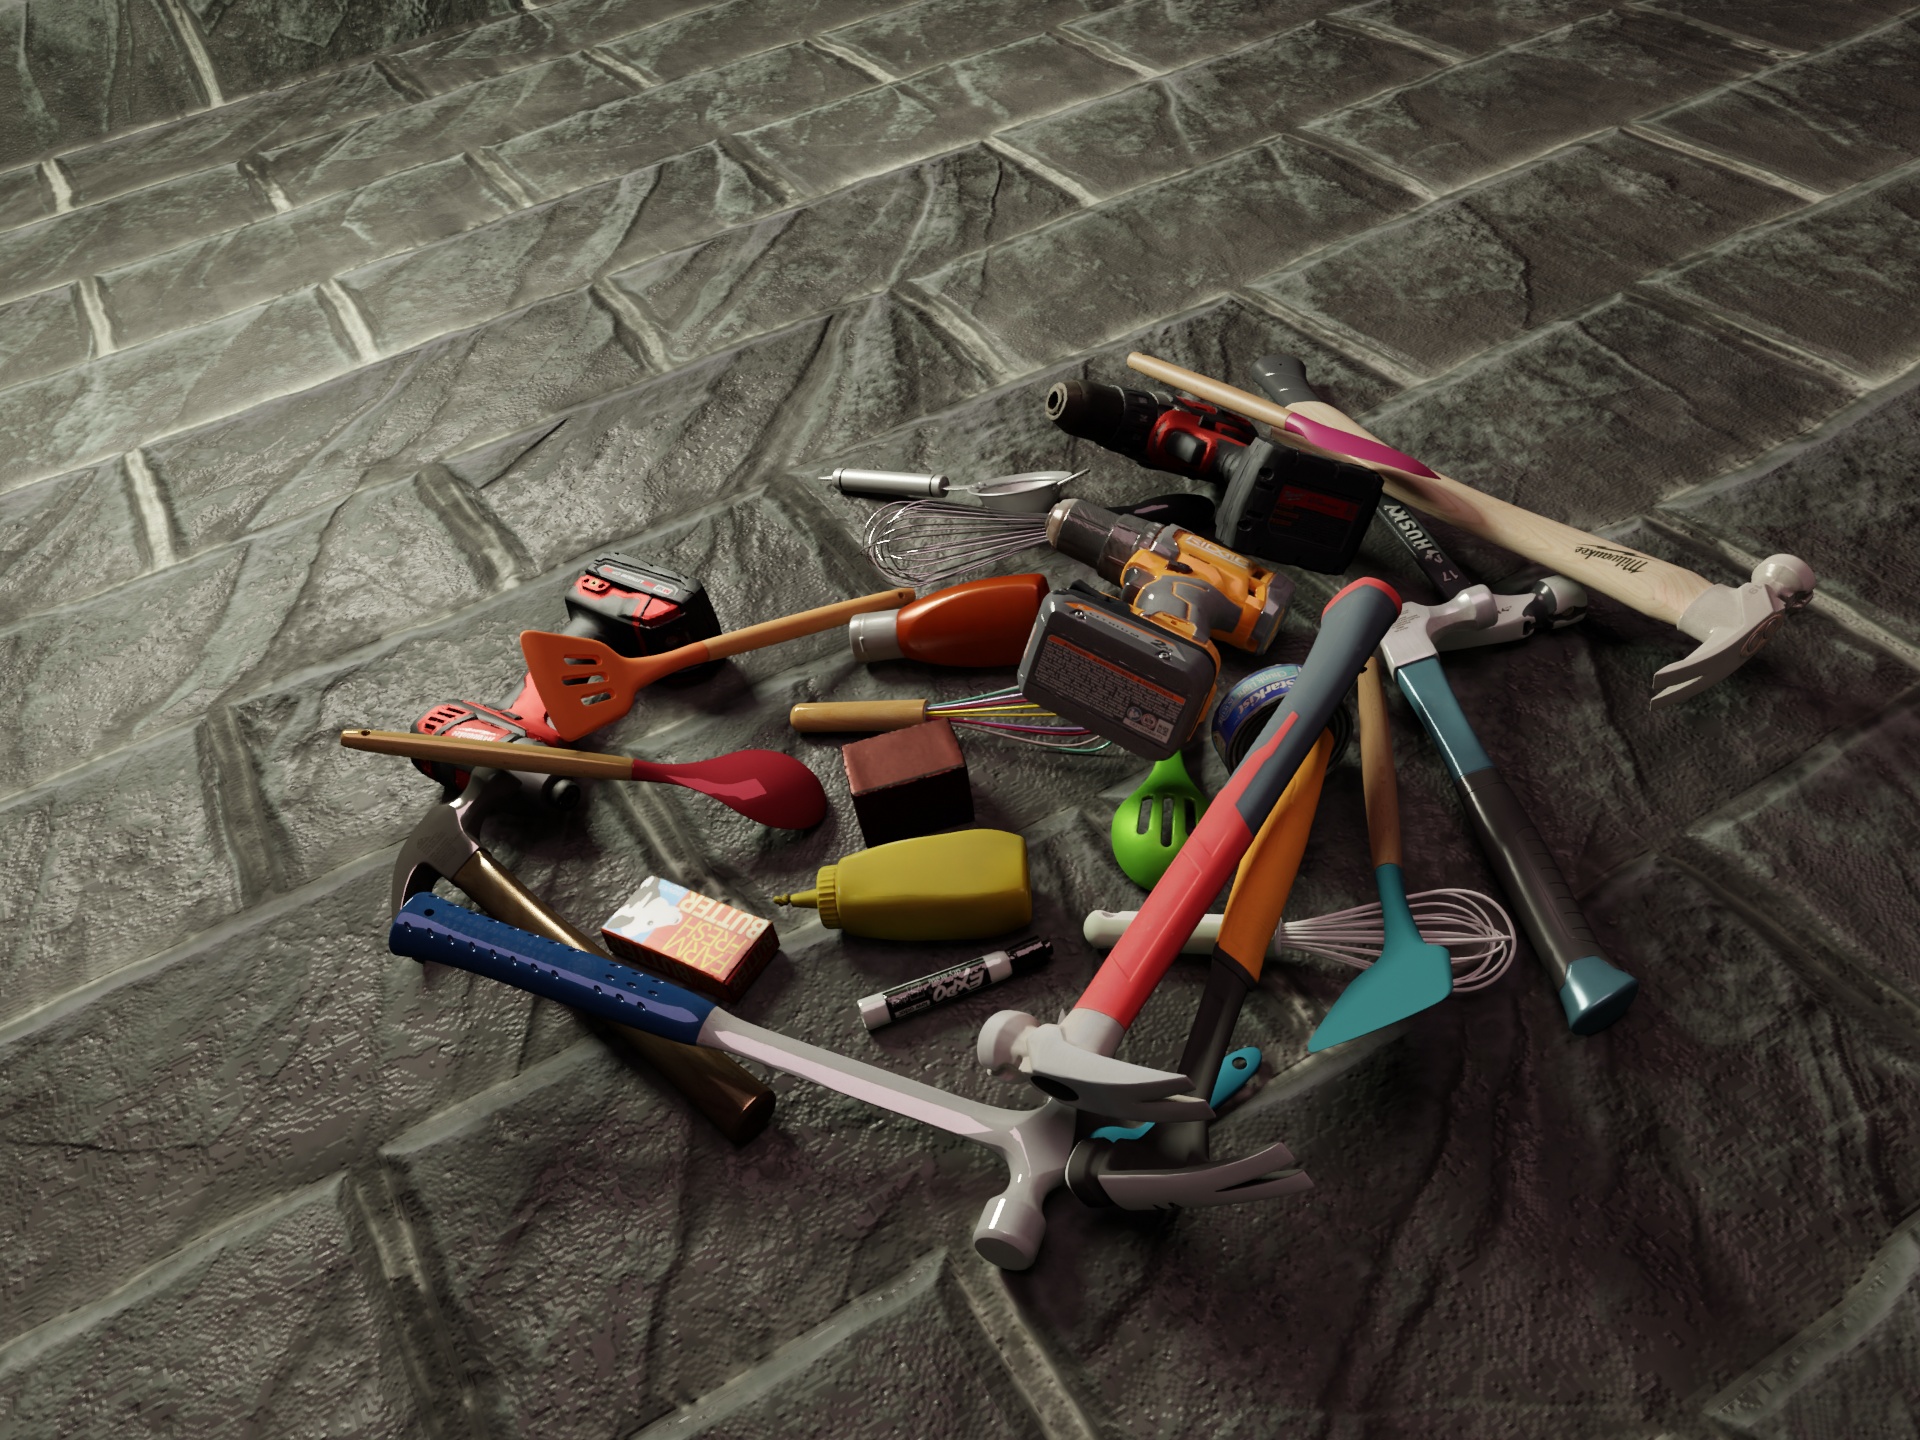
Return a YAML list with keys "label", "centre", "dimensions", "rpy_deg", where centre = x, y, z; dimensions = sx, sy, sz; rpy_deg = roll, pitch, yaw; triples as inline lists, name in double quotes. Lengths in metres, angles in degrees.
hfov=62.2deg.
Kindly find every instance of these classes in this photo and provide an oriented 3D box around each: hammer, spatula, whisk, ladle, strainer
- label: "hammer"
  centre: [0.165, 0.055, 0.882]
  dimensions: [0.143, 0.038, 0.386]
  rpy_deg: [1, 43, 49]
- label: "hammer"
  centre: [0.317, -0.183, 1.248]
  dimensions: [0.149, 0.036, 0.409]
  rpy_deg: [-16, 41, -5]
- label: "hammer"
  centre: [0.372, -0.139, 1.132]
  dimensions: [0.146, 0.038, 0.411]
  rpy_deg: [-34, 45, -20]
- label: "hammer"
  centre: [0.162, 0.115, 0.869]
  dimensions: [0.127, 0.034, 0.337]
  rpy_deg: [-17, 32, 39]
- label: "spatula"
  centre: [-0.160, -0.058, 1.142]
  dimensions: [0.322, 0.041, 0.081]
  rpy_deg: [-19, 80, -34]
- label: "hammer"
  centre: [0.323, 0.046, 0.974]
  dimensions: [0.128, 0.033, 0.331]
  rpy_deg: [-18, 46, 5]
- label: "hammer"
  centre: [-0.235, 0.150, 0.970]
  dimensions: [0.332, 0.031, 0.130]
  rpy_deg: [32, 77, 31]
- label: "whisk"
  centre: [-0.001, -0.003, 1.112]
  dimensions: [0.245, 0.051, 0.047]
  rpy_deg: [-1, 21, 16]
- label: "whisk"
  centre: [0.062, -0.149, 1.241]
  dimensions: [0.284, 0.070, 0.070]
  rpy_deg: [-8, 41, -7]
- label: "ladle"
  centre: [-0.242, 0.029, 1.045]
  dimensions: [0.315, 0.031, 0.069]
  rpy_deg: [7, 40, -10]
- label: "strainer"
  centre: [-0.009, -0.192, 1.319]
  dimensions: [0.258, 0.050, 0.087]
  rpy_deg: [9, 23, 29]
- label: "whisk"
  centre: [0.192, 0.124, 0.923]
  dimensions: [0.246, 0.059, 0.058]
  rpy_deg: [0, 4, 17]
- label: "hammer"
  centre: [-0.129, 0.170, 0.889]
  dimensions: [0.405, 0.035, 0.144]
  rpy_deg: [17, 46, 12]
- label: "spatula"
  centre: [0.238, 0.061, 0.909]
  dimensions: [0.082, 0.044, 0.318]
  rpy_deg: [-32, 30, 32]

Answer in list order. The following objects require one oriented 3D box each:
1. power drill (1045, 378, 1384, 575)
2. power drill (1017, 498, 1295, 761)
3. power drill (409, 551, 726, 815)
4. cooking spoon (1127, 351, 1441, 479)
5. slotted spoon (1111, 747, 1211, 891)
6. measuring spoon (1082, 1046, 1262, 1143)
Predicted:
- label: "power drill"
  centre: [0.182, -0.195, 1.187]
  dimensions: [0.187, 0.080, 0.227]
  rpy_deg: [9, 22, -30]
- label: "power drill"
  centre: [0.114, -0.077, 1.079]
  dimensions: [0.185, 0.084, 0.226]
  rpy_deg: [27, 33, 13]
- label: "power drill"
  centre: [-0.278, -0.020, 1.156]
  dimensions: [0.143, 0.078, 0.220]
  rpy_deg: [20, 52, 30]
- label: "cooking spoon"
  centre: [0.236, -0.237, 1.223]
  dimensions: [0.068, 0.017, 0.319]
  rpy_deg: [1, 23, -40]
- label: "slotted spoon"
  centre: [0.142, -0.007, 1.093]
  dimensions: [0.070, 0.031, 0.314]
  rpy_deg: [2, 41, 6]
- label: "measuring spoon"
  centre: [0.114, 0.210, 0.858]
  dimensions: [0.128, 0.021, 0.042]
  rpy_deg: [-32, 46, -21]
